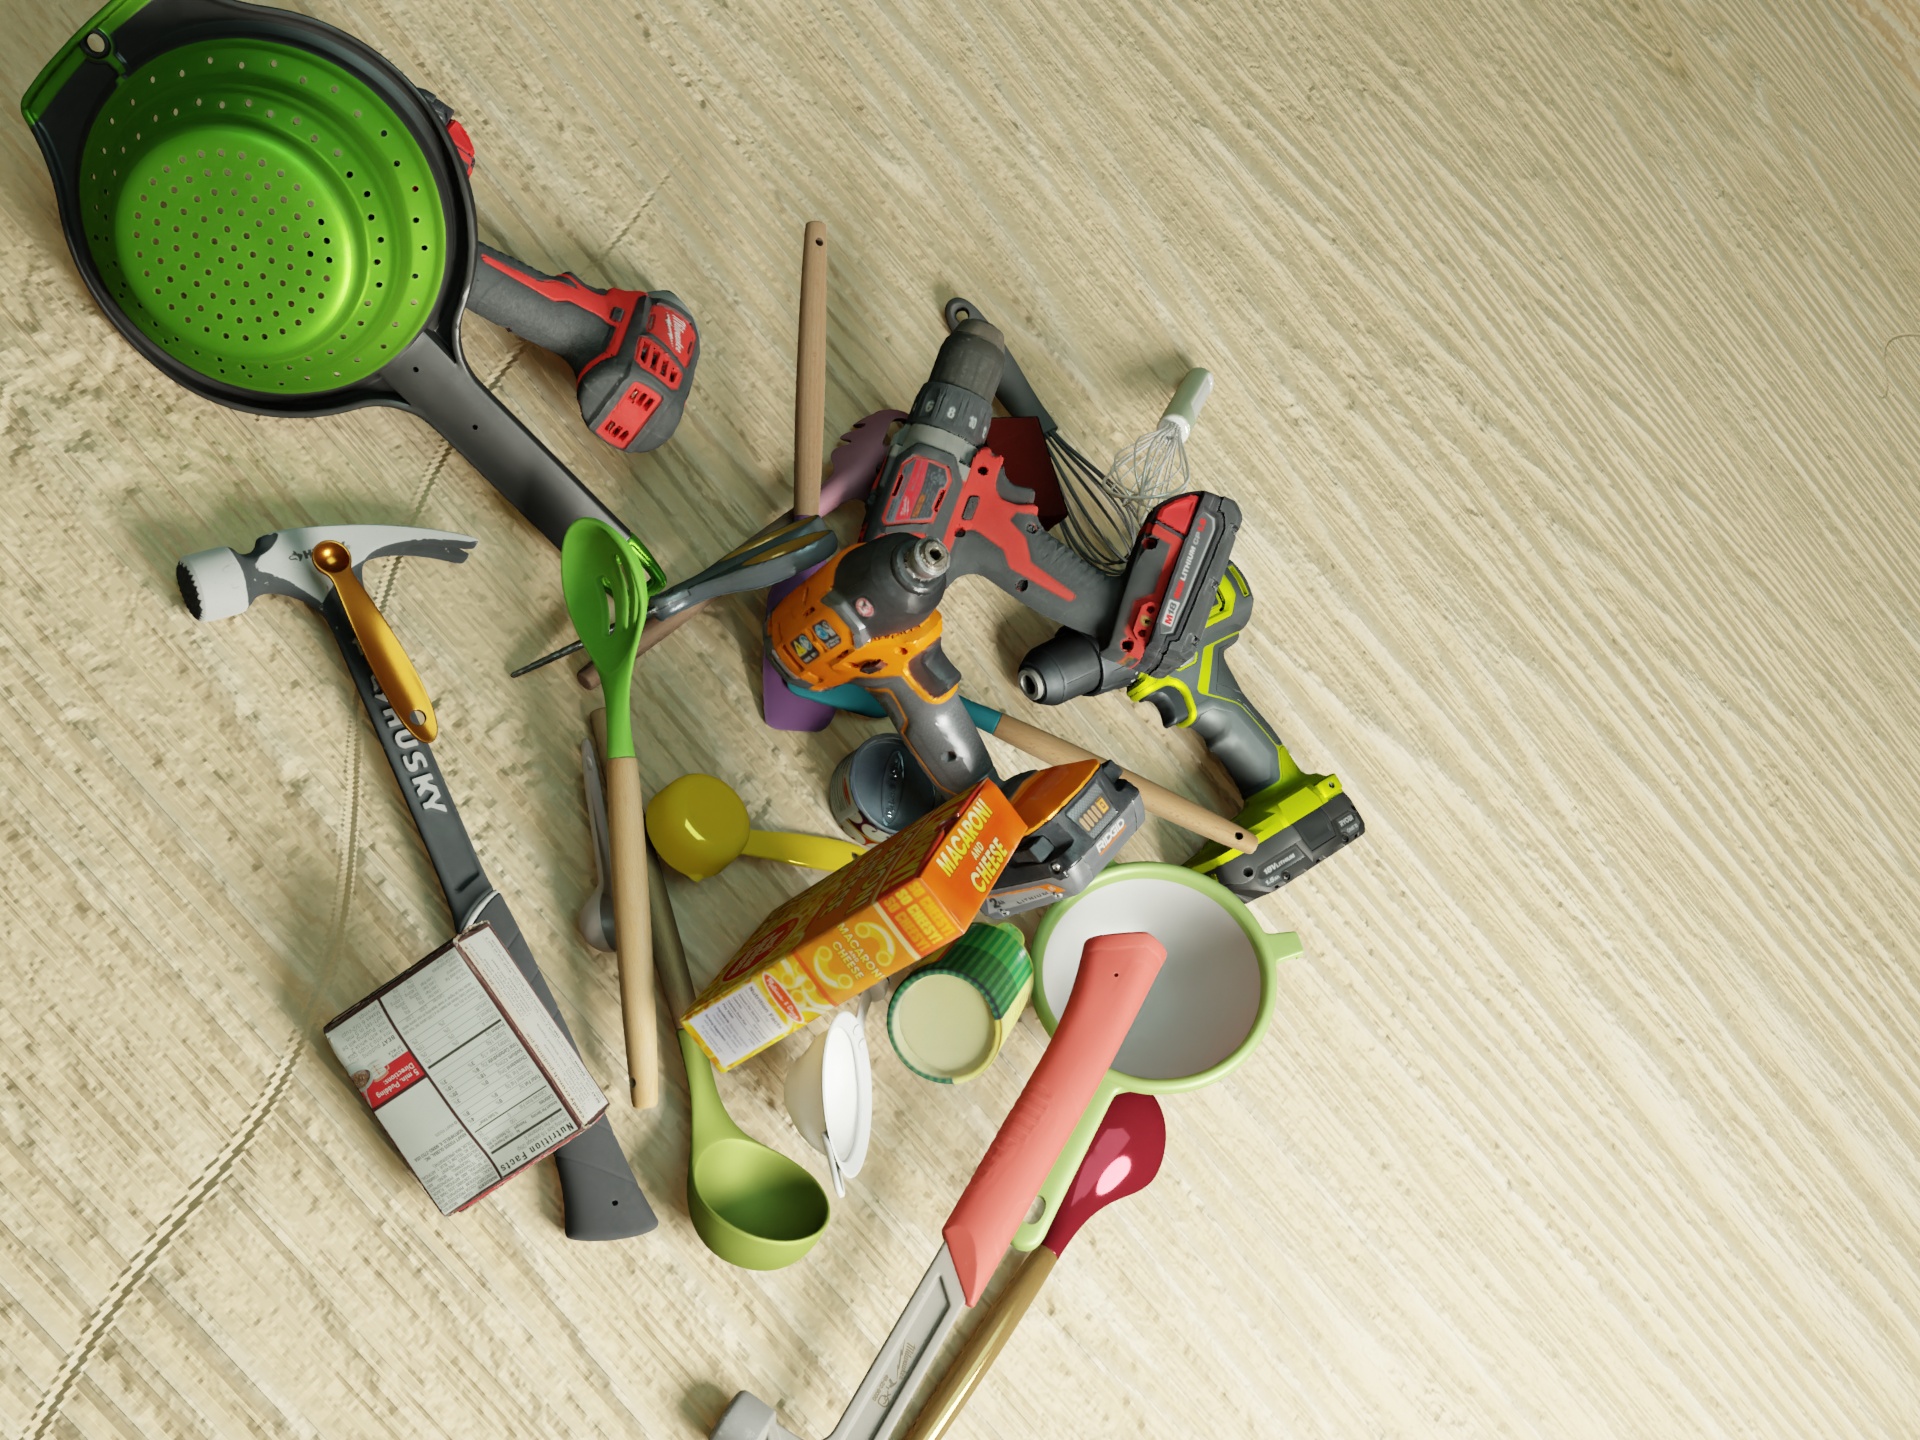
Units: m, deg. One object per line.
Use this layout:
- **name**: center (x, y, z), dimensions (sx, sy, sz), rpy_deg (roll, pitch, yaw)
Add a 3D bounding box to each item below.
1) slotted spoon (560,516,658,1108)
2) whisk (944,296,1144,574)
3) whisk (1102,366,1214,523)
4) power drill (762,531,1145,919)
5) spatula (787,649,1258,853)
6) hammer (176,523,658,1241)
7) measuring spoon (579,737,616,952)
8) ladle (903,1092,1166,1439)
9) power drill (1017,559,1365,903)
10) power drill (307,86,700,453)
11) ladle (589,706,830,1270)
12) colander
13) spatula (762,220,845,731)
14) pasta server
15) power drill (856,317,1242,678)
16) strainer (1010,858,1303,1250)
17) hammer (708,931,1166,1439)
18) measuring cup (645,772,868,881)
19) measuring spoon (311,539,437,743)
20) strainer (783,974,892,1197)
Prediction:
- **slotted spoon**: center (-0.179, 0.046, 0.845), dimensions (0.031, 0.070, 0.314), rpy_deg (2, 79, -45)
- **whisk**: center (0.057, -0.201, 1.130), dimensions (0.055, 0.055, 0.239), rpy_deg (-29, 83, -36)
- **whisk**: center (0.153, -0.208, 1.154), dimensions (0.246, 0.059, 0.057), rpy_deg (-59, 148, -54)
- **power drill**: center (-0.001, -0.003, 0.896), dimensions (0.226, 0.164, 0.084), rpy_deg (50, 57, -7)
- **spatula**: center (0.047, 0.013, 1.000), dimensions (0.317, 0.044, 0.082), rpy_deg (25, 77, -4)
- **hammer**: center (-0.254, 0.081, 0.828), dimensions (0.149, 0.036, 0.409), rpy_deg (-22, 84, -37)
- **measuring spoon**: center (-0.204, 0.068, 0.873), dimensions (0.018, 0.034, 0.124), rpy_deg (-13, 69, 3)
- **ladle**: center (0.035, 0.326, 0.915), dimensions (0.069, 0.031, 0.315), rpy_deg (44, 56, -3)
- **power drill**: center (0.156, 0.012, 1.086), dimensions (0.190, 0.080, 0.228), rpy_deg (-26, 84, -32)
- **power drill**: center (-0.251, -0.259, 0.930), dimensions (0.219, 0.078, 0.143), rpy_deg (32, 35, -24)
- **ladle**: center (-0.146, 0.137, 0.860), dimensions (0.078, 0.062, 0.320), rpy_deg (1, 66, -54)
- **colander**: center (-0.298, -0.188, 0.822), dimensions (0.396, 0.204, 0.095), rpy_deg (47, 10, -26)
- **spatula**: center (-0.092, -0.151, 0.982), dimensions (0.059, 0.018, 0.316), rpy_deg (2, 87, -32)
- **pasta server**: center (-0.120, -0.111, 0.995), dimensions (0.060, 0.040, 0.316), rpy_deg (50, 58, -5)
- **power drill**: center (0.059, -0.139, 1.012), dimensions (0.226, 0.080, 0.188), rpy_deg (20, 85, 0)
- **strainer**: center (0.092, 0.208, 0.964), dimensions (0.151, 0.069, 0.256), rpy_deg (24, 63, 15)
- **hammer**: center (0.025, 0.270, 0.865), dimensions (0.149, 0.036, 0.359), rpy_deg (32, 65, 7)
- **measuring cup**: center (-0.106, 0.065, 0.913), dimensions (0.156, 0.029, 0.062), rpy_deg (14, 50, -38)
- **measuring spoon**: center (-0.301, -0.039, 0.819), dimensions (0.021, 0.011, 0.117), rpy_deg (-30, 93, -41)
- **strainer**: center (-0.054, 0.156, 0.893), dimensions (0.259, 0.050, 0.086), rpy_deg (-70, 153, -49)
